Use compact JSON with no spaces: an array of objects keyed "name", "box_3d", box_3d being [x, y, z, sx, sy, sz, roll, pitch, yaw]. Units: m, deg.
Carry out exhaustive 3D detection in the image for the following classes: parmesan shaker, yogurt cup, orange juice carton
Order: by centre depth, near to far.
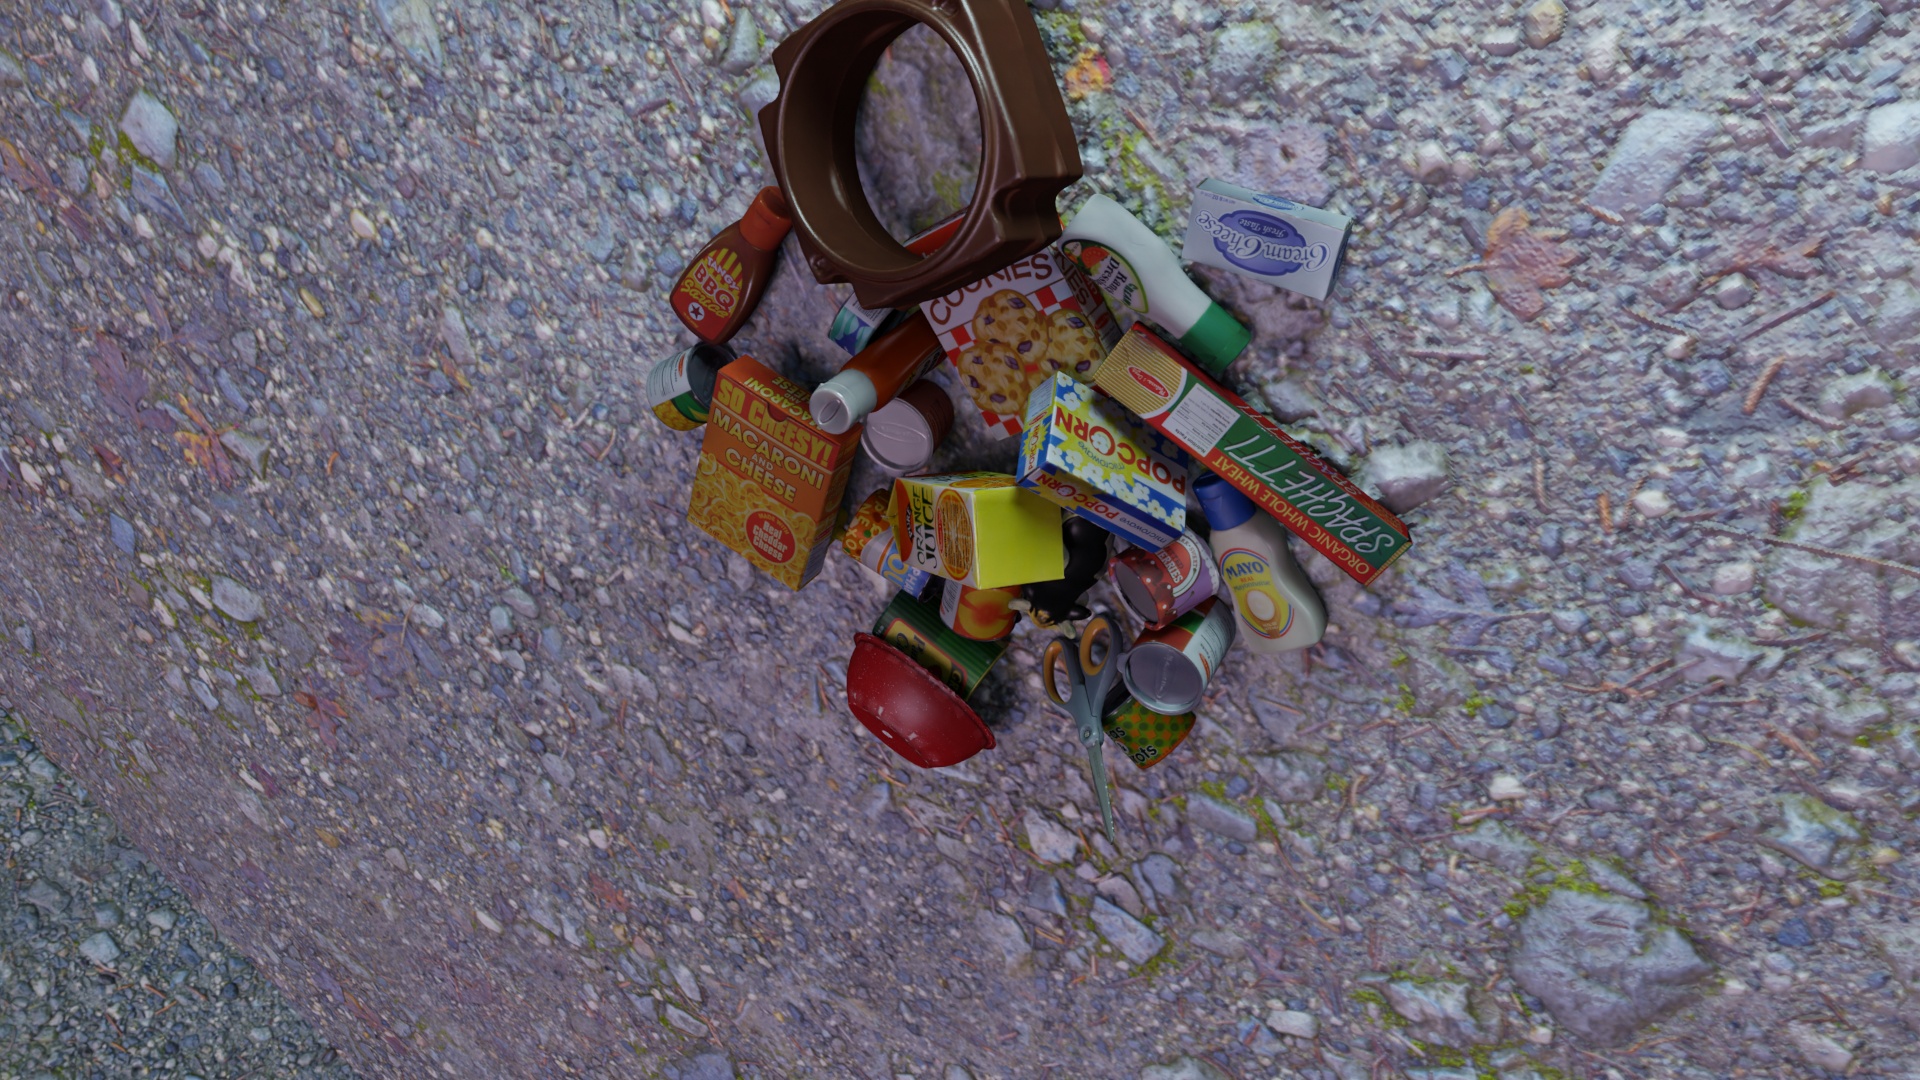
[{"name":"orange juice carton","box_3d":[0.004,-0.013,1.075,0.192,0.072,0.073,-165,70,-65]},{"name":"yogurt cup","box_3d":[-0.041,-0.095,1.120,0.072,0.054,0.072,15,126,22]},{"name":"parmesan shaker","box_3d":[-0.019,0.088,1.219,0.103,0.072,0.071,37,131,6]}]

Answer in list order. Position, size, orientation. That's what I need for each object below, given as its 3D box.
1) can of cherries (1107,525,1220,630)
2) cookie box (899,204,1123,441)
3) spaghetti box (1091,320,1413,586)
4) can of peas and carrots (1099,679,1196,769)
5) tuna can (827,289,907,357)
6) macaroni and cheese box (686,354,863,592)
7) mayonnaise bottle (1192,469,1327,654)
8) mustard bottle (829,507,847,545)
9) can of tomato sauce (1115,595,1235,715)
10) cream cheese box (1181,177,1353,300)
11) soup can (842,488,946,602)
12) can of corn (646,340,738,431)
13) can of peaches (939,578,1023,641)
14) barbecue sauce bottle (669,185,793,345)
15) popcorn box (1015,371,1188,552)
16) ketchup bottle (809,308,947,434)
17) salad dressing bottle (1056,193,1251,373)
[{"name":"can of cherries","box_3d":[0.154,0.026,1.054,0.071,0.058,0.071,53,163,23]},{"name":"cookie box","box_3d":[0.041,-0.171,1.032,0.122,0.040,0.167,-19,109,37]},{"name":"spaghetti box","box_3d":[0.207,-0.061,0.983,0.250,0.029,0.050,37,118,-4]},{"name":"can of peas and carrots","box_3d":[0.151,0.148,1.150,0.058,0.071,0.070,46,132,-3]},{"name":"tuna can","box_3d":[-0.071,-0.173,1.082,0.033,0.071,0.070,38,131,4]},{"name":"macaroni and cheese box","box_3d":[-0.158,-0.054,1.158,0.124,0.040,0.165,32,131,13]},{"name":"mayonnaise bottle","box_3d":[0.219,0.015,1.041,0.064,0.041,0.147,-15,111,40]},{"name":"mustard bottle","box_3d":[-0.150,-0.036,1.229,0.160,0.049,0.065,33,132,10]},{"name":"can of tomato sauce","box_3d":[0.170,0.085,1.089,0.071,0.083,0.070,16,126,23]},{"name":"cream cheese box","box_3d":[0.203,-0.201,0.924,0.104,0.024,0.053,21,129,19]},{"name":"soup can","box_3d":[-0.050,0.005,1.179,0.084,0.072,0.071,31,130,11]},{"name":"can of corn","box_3d":[-0.227,-0.132,1.204,0.058,0.071,0.071,-17,109,38]},{"name":"can of peaches","box_3d":[0.022,0.041,1.165,0.071,0.071,0.057,24,128,17]},{"name":"barbecue sauce bottle","box_3d":[-0.180,-0.225,1.128,0.065,0.044,0.148,47,131,-1]},{"name":"popcorn box","box_3d":[0.105,-0.055,1.004,0.126,0.085,0.038,26,142,-22]},{"name":"ketchup bottle","box_3d":[-0.060,-0.127,1.048,0.043,0.149,0.064,45,132,0]},{"name":"salad dressing bottle","box_3d":[0.135,-0.176,0.964,0.147,0.044,0.064,40,162,-3]}]
